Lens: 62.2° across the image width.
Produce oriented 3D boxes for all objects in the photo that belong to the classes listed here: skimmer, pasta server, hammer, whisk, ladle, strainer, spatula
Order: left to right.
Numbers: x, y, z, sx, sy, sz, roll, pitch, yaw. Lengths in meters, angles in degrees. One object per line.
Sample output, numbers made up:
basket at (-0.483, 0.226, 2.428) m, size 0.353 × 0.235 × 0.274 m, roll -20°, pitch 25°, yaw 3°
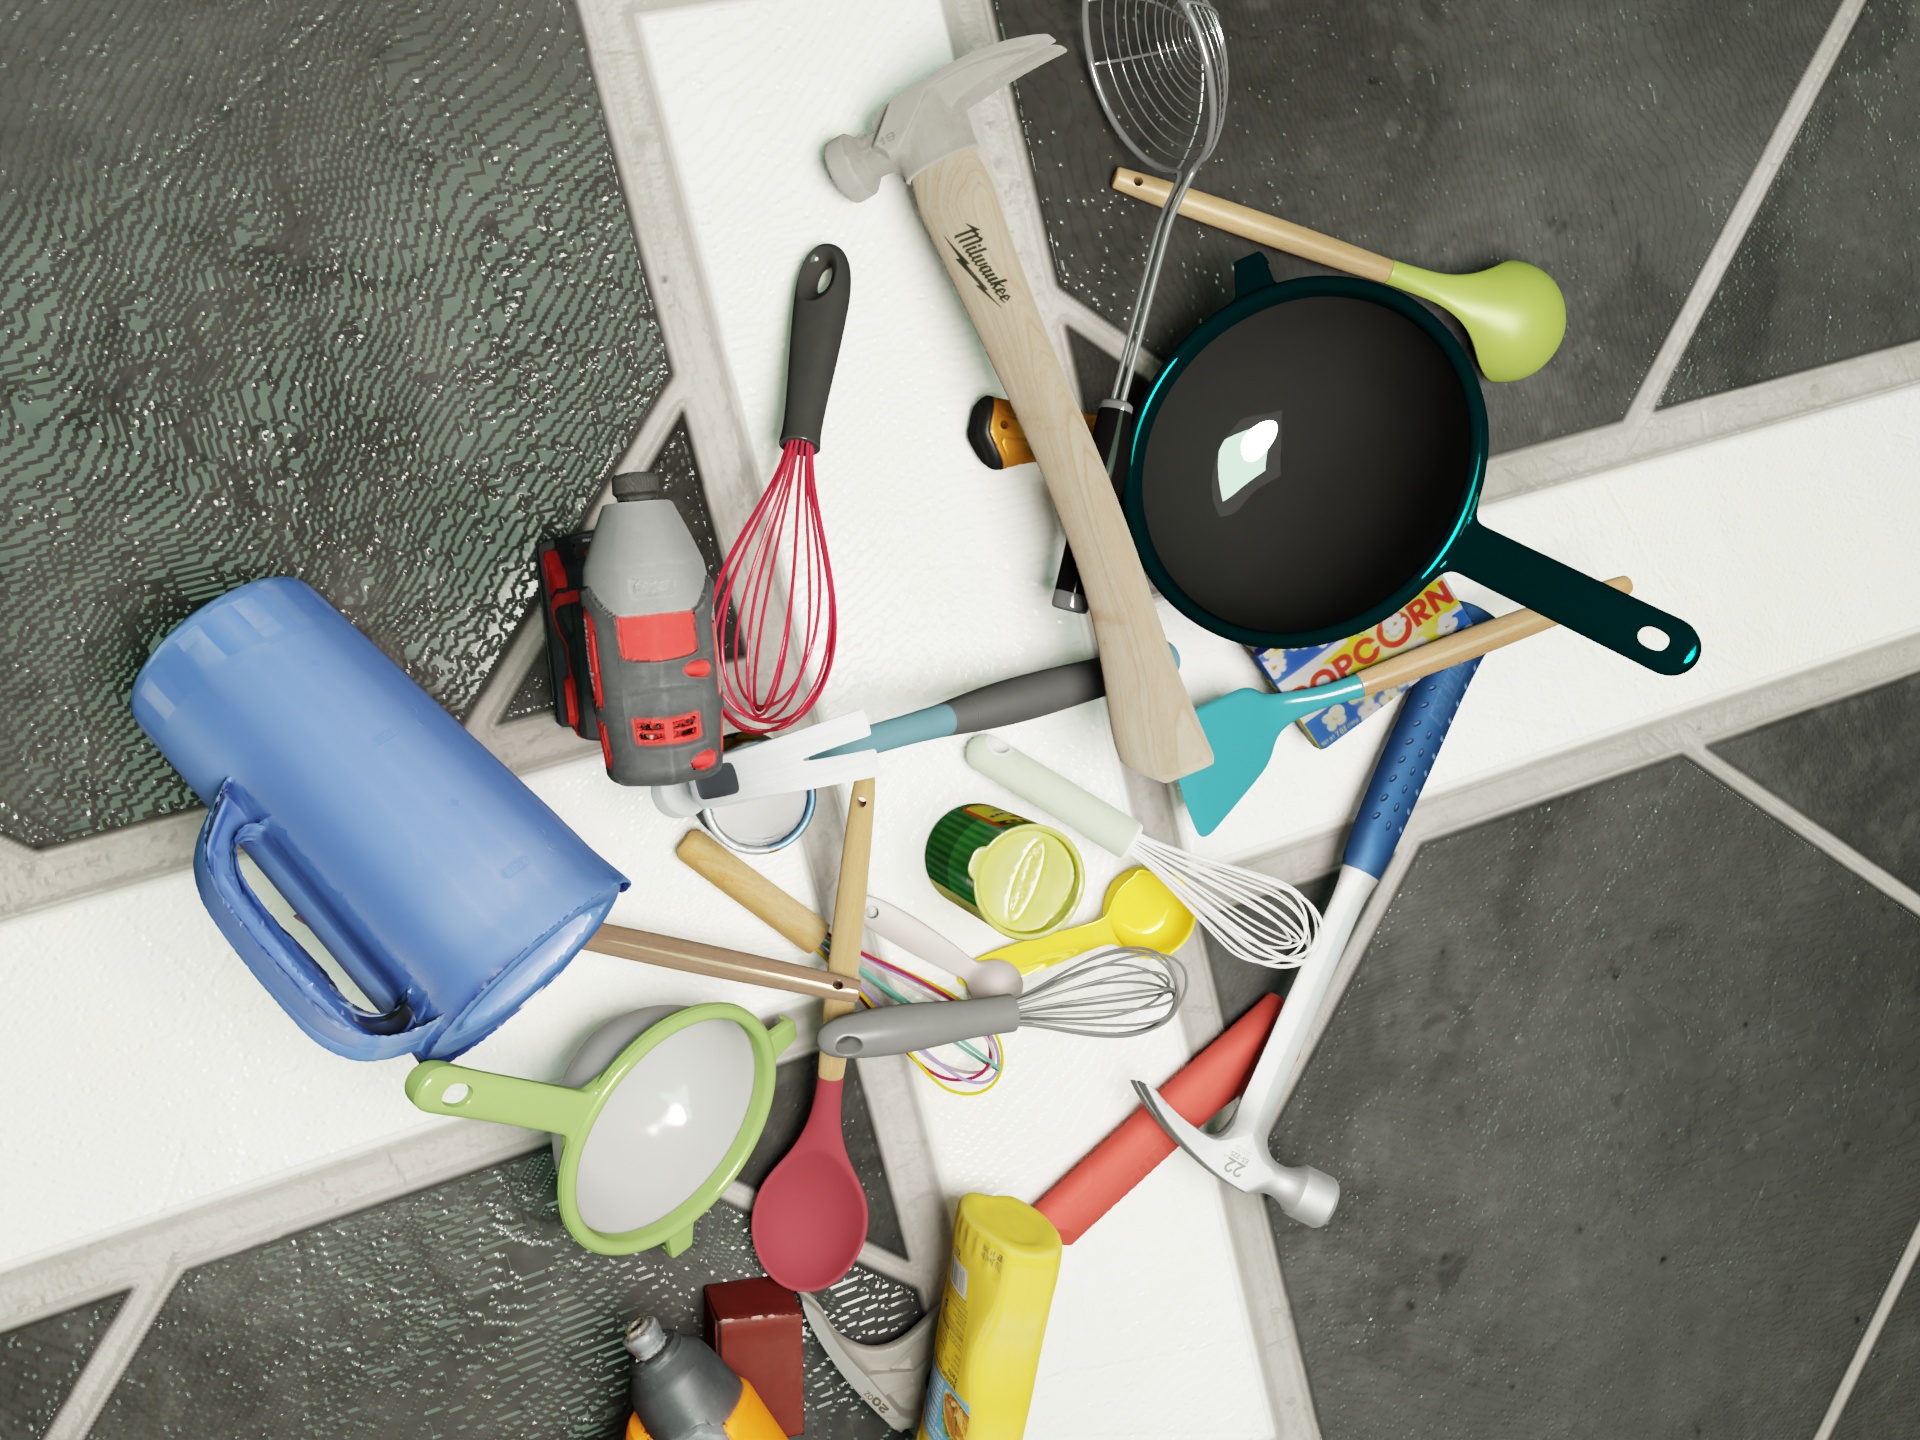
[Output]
strainer at (-0.205, 0.199, 0.848) m, size 0.256 × 0.069 × 0.151 m, roll 32°, pitch 83°, yaw -54°
pasta server at (-0.209, 0.116, 0.874) m, size 0.316 × 0.040 × 0.060 m, roll 13°, pitch 71°, yaw -6°
whisk at (-0.092, -0.134, 0.879) m, size 0.073 × 0.073 × 0.296 m, roll 12°, pitch 73°, yaw -18°
ladle at (-0.074, 0.183, 0.924) m, size 0.069 × 0.031 × 0.315 m, roll 8°, pitch 102°, yaw -1°
whisk at (-0.068, 0.146, 0.946) m, size 0.245 × 0.051 × 0.047 m, roll 39°, pitch 89°, yaw -13°
hammer at (-0.001, -0.003, 0.891) m, size 0.331 × 0.128 × 0.033 m, roll -16°, pitch 92°, yaw -39°
whisk at (0.029, 0.170, 0.934) m, size 0.239 × 0.055 × 0.055 m, roll -4°, pitch 96°, yaw -24°
hammer at (0.060, -0.165, 0.881) m, size 0.146 × 0.038 × 0.410 m, roll -22°, pitch 88°, yaw 25°
hammer at (0.072, 0.294, 1.003) m, size 0.359 × 0.037 × 0.149 m, roll -40°, pitch 104°, yaw -10°
skimmer at (0.078, -0.246, 0.909) m, size 0.090 × 0.127 × 0.363 m, roll 12°, pitch 93°, yaw -22°
whisk at (0.110, 0.078, 0.964) m, size 0.246 × 0.058 × 0.059 m, roll 31°, pitch 123°, yaw 3°
hammer at (0.167, -0.162, 0.997) m, size 0.336 × 0.034 × 0.127 m, roll 9°, pitch 93°, yaw -18°
ladle at (0.243, -0.292, 1.013) m, size 0.320 × 0.062 × 0.078 m, roll 15°, pitch 91°, yaw -11°
hammer at (0.246, 0.104, 1.017) m, size 0.144 × 0.035 × 0.405 m, roll 28°, pitch 79°, yaw -6°
spatula at (0.274, -0.025, 0.978) m, size 0.317 × 0.044 × 0.082 m, roll -21°, pitch 114°, yaw -4°
strainer at (0.253, -0.109, 0.887) m, size 0.095 × 0.341 × 0.211 m, roll 11°, pitch 109°, yaw -59°

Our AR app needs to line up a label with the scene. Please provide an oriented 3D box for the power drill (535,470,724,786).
power drill at (-0.166, -0.049, 0.805) m, size 0.078 × 0.220 × 0.143 m, roll -7°, pitch 97°, yaw -17°

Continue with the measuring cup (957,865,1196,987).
measuring cup at (0.071, 0.135, 1.001) m, size 0.156 × 0.029 × 0.062 m, roll -18°, pitch 102°, yaw -3°

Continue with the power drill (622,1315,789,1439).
power drill at (-0.206, 0.432, 0.877) m, size 0.226 × 0.084 × 0.164 m, roll -29°, pitch 103°, yaw 4°

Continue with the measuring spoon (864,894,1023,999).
measuring spoon at (-0.015, 0.142, 0.969) m, size 0.124 × 0.018 × 0.034 m, roll 33°, pitch 97°, yaw -12°
